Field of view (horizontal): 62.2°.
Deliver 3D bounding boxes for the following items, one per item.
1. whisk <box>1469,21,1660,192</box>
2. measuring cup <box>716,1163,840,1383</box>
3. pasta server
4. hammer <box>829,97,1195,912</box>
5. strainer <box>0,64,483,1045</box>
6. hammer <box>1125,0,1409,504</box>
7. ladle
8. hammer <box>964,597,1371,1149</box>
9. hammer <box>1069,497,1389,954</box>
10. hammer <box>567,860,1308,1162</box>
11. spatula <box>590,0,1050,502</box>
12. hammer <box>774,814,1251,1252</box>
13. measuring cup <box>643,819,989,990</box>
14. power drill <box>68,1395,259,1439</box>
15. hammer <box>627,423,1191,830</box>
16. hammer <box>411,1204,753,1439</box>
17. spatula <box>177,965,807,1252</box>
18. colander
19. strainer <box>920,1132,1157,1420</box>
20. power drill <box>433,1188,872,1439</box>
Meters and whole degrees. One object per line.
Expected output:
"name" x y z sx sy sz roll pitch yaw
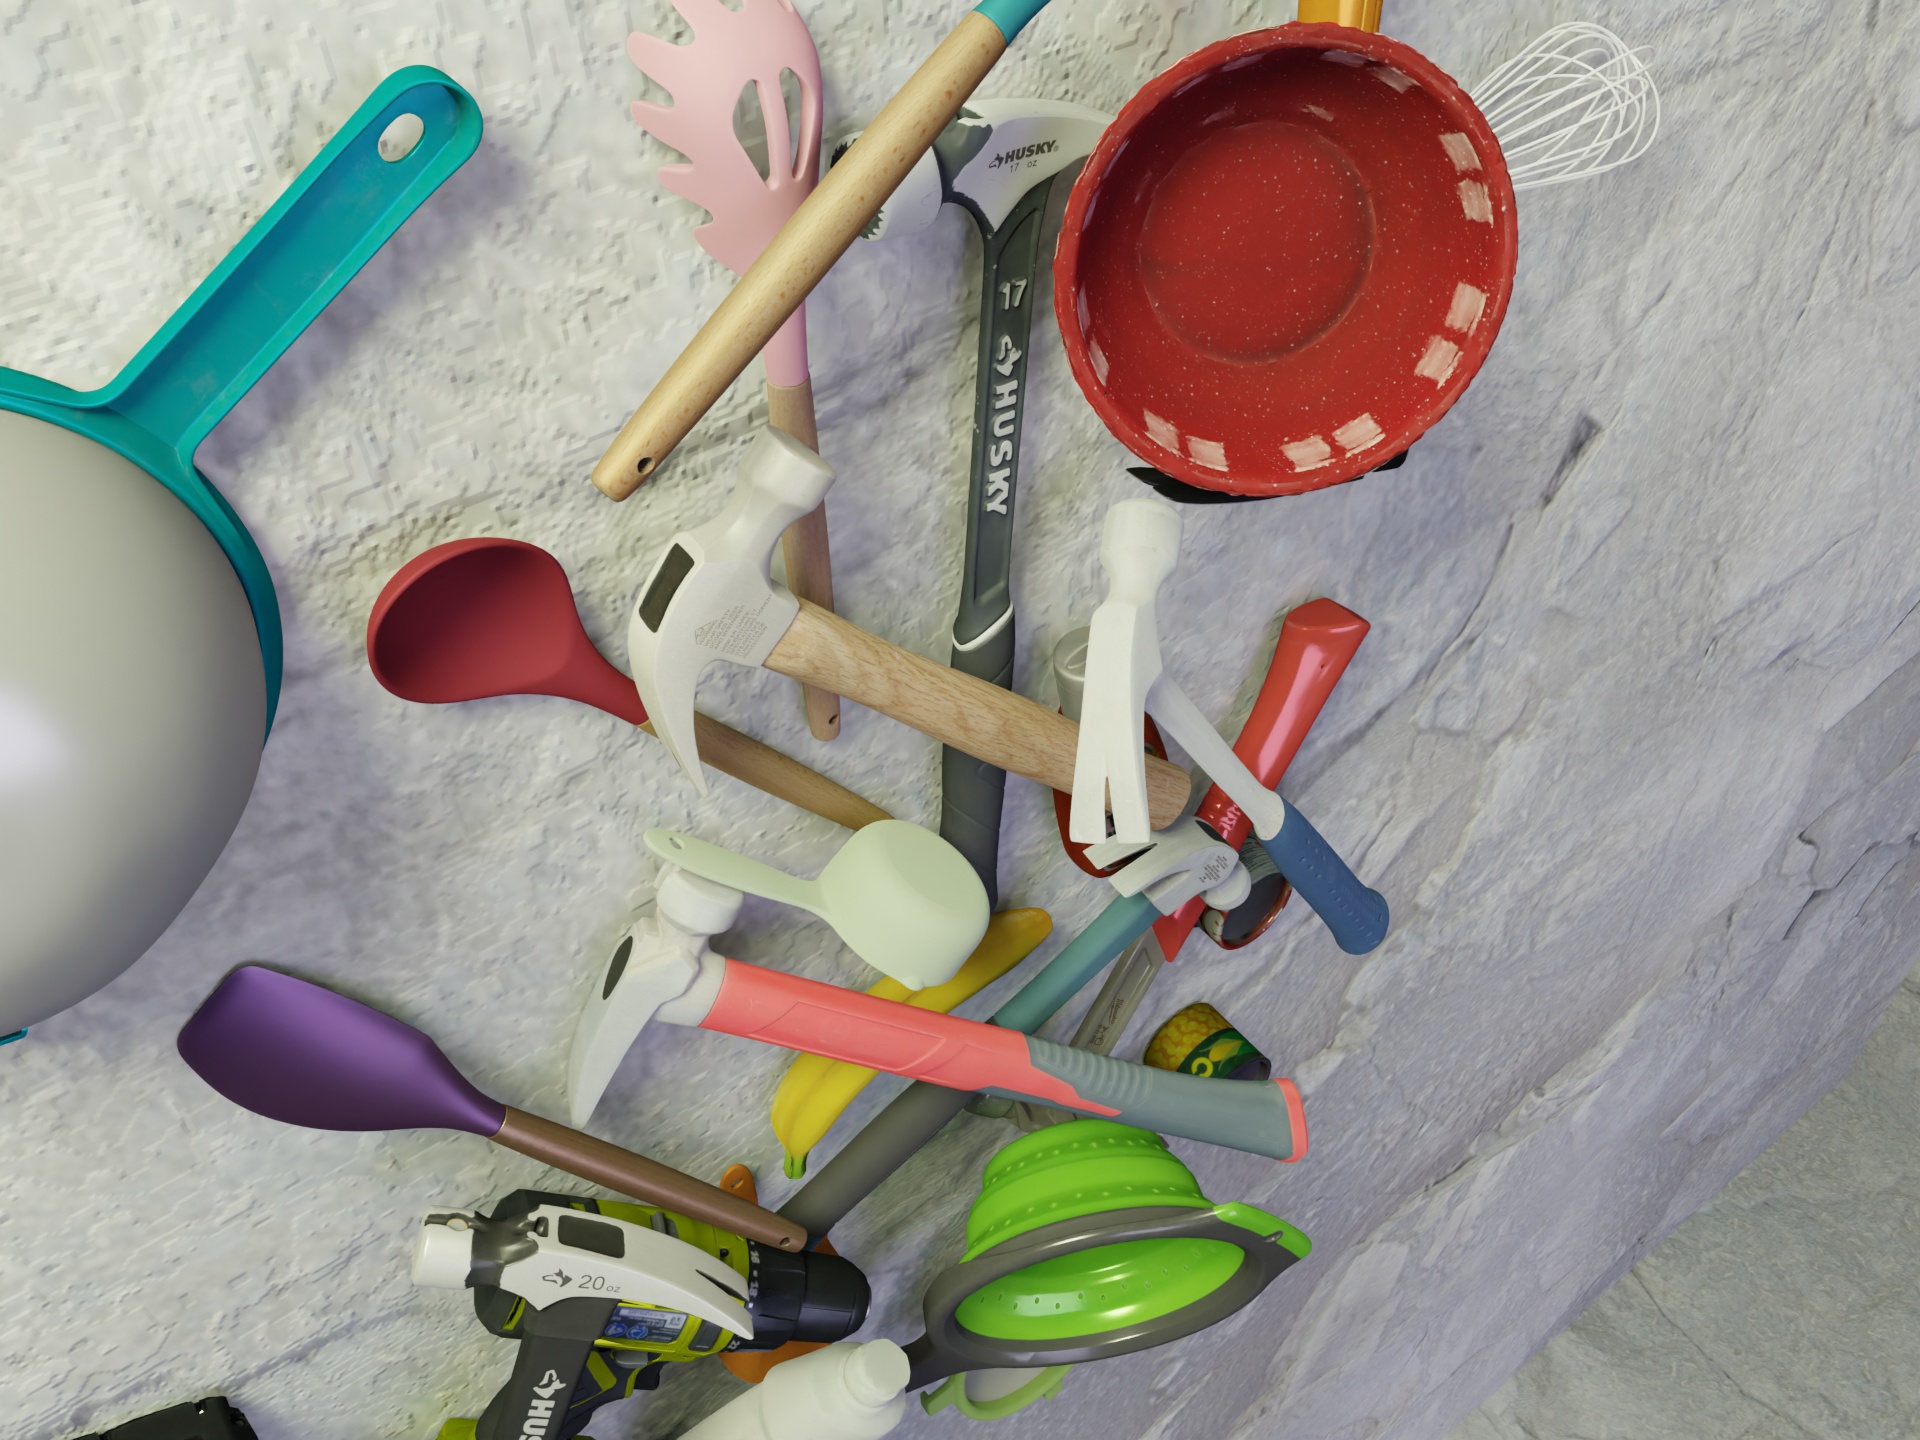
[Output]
"whisk" 0.195 -0.231 0.691 0.284 0.070 0.070 -29 140 -16
"measuring cup" -0.104 0.306 0.881 0.095 0.052 0.173 -29 141 -23
"pasta server" -0.064 -0.106 0.575 0.060 0.040 0.316 -29 143 -23
"hammer" 0.014 -0.061 0.683 0.149 0.036 0.408 -25 138 -29
"strainer" -0.232 -0.029 0.419 0.340 0.095 0.210 -47 143 2
"hammer" 0.133 -0.243 0.598 0.127 0.034 0.336 -14 124 -21
"ladle" -0.108 0.003 0.627 0.069 0.031 0.315 -47 145 7
"hammer" 0.139 0.096 0.920 0.149 0.037 0.359 19 107 -29
"hammer" 0.151 0.050 0.803 0.405 0.035 0.144 41 55 -53
"hammer" 0.008 0.176 0.770 0.386 0.038 0.143 20 111 -27
"spatula" -0.014 -0.196 0.493 0.317 0.044 0.082 -51 148 -4
"hammer" 0.015 0.172 0.832 0.331 0.033 0.128 -43 149 1
"measuring cup" -0.056 0.063 0.684 0.167 0.083 0.038 23 118 -35
"power drill" -0.393 0.409 0.677 0.187 0.080 0.226 -5 129 -41
"hammer" -0.001 -0.002 0.663 0.331 0.031 0.130 24 108 -48
"hammer" -0.205 0.361 0.727 0.146 0.035 0.334 13 112 -19
"spatula" -0.178 0.179 0.673 0.060 0.018 0.315 -49 129 6
"colander" 0.008 0.335 0.960 0.397 0.095 0.204 -30 138 21
"strainer" 0.060 0.346 1.076 0.151 0.069 0.256 21 98 -49
"power drill" -0.166 0.336 0.790 0.190 0.080 0.228 17 113 -26
